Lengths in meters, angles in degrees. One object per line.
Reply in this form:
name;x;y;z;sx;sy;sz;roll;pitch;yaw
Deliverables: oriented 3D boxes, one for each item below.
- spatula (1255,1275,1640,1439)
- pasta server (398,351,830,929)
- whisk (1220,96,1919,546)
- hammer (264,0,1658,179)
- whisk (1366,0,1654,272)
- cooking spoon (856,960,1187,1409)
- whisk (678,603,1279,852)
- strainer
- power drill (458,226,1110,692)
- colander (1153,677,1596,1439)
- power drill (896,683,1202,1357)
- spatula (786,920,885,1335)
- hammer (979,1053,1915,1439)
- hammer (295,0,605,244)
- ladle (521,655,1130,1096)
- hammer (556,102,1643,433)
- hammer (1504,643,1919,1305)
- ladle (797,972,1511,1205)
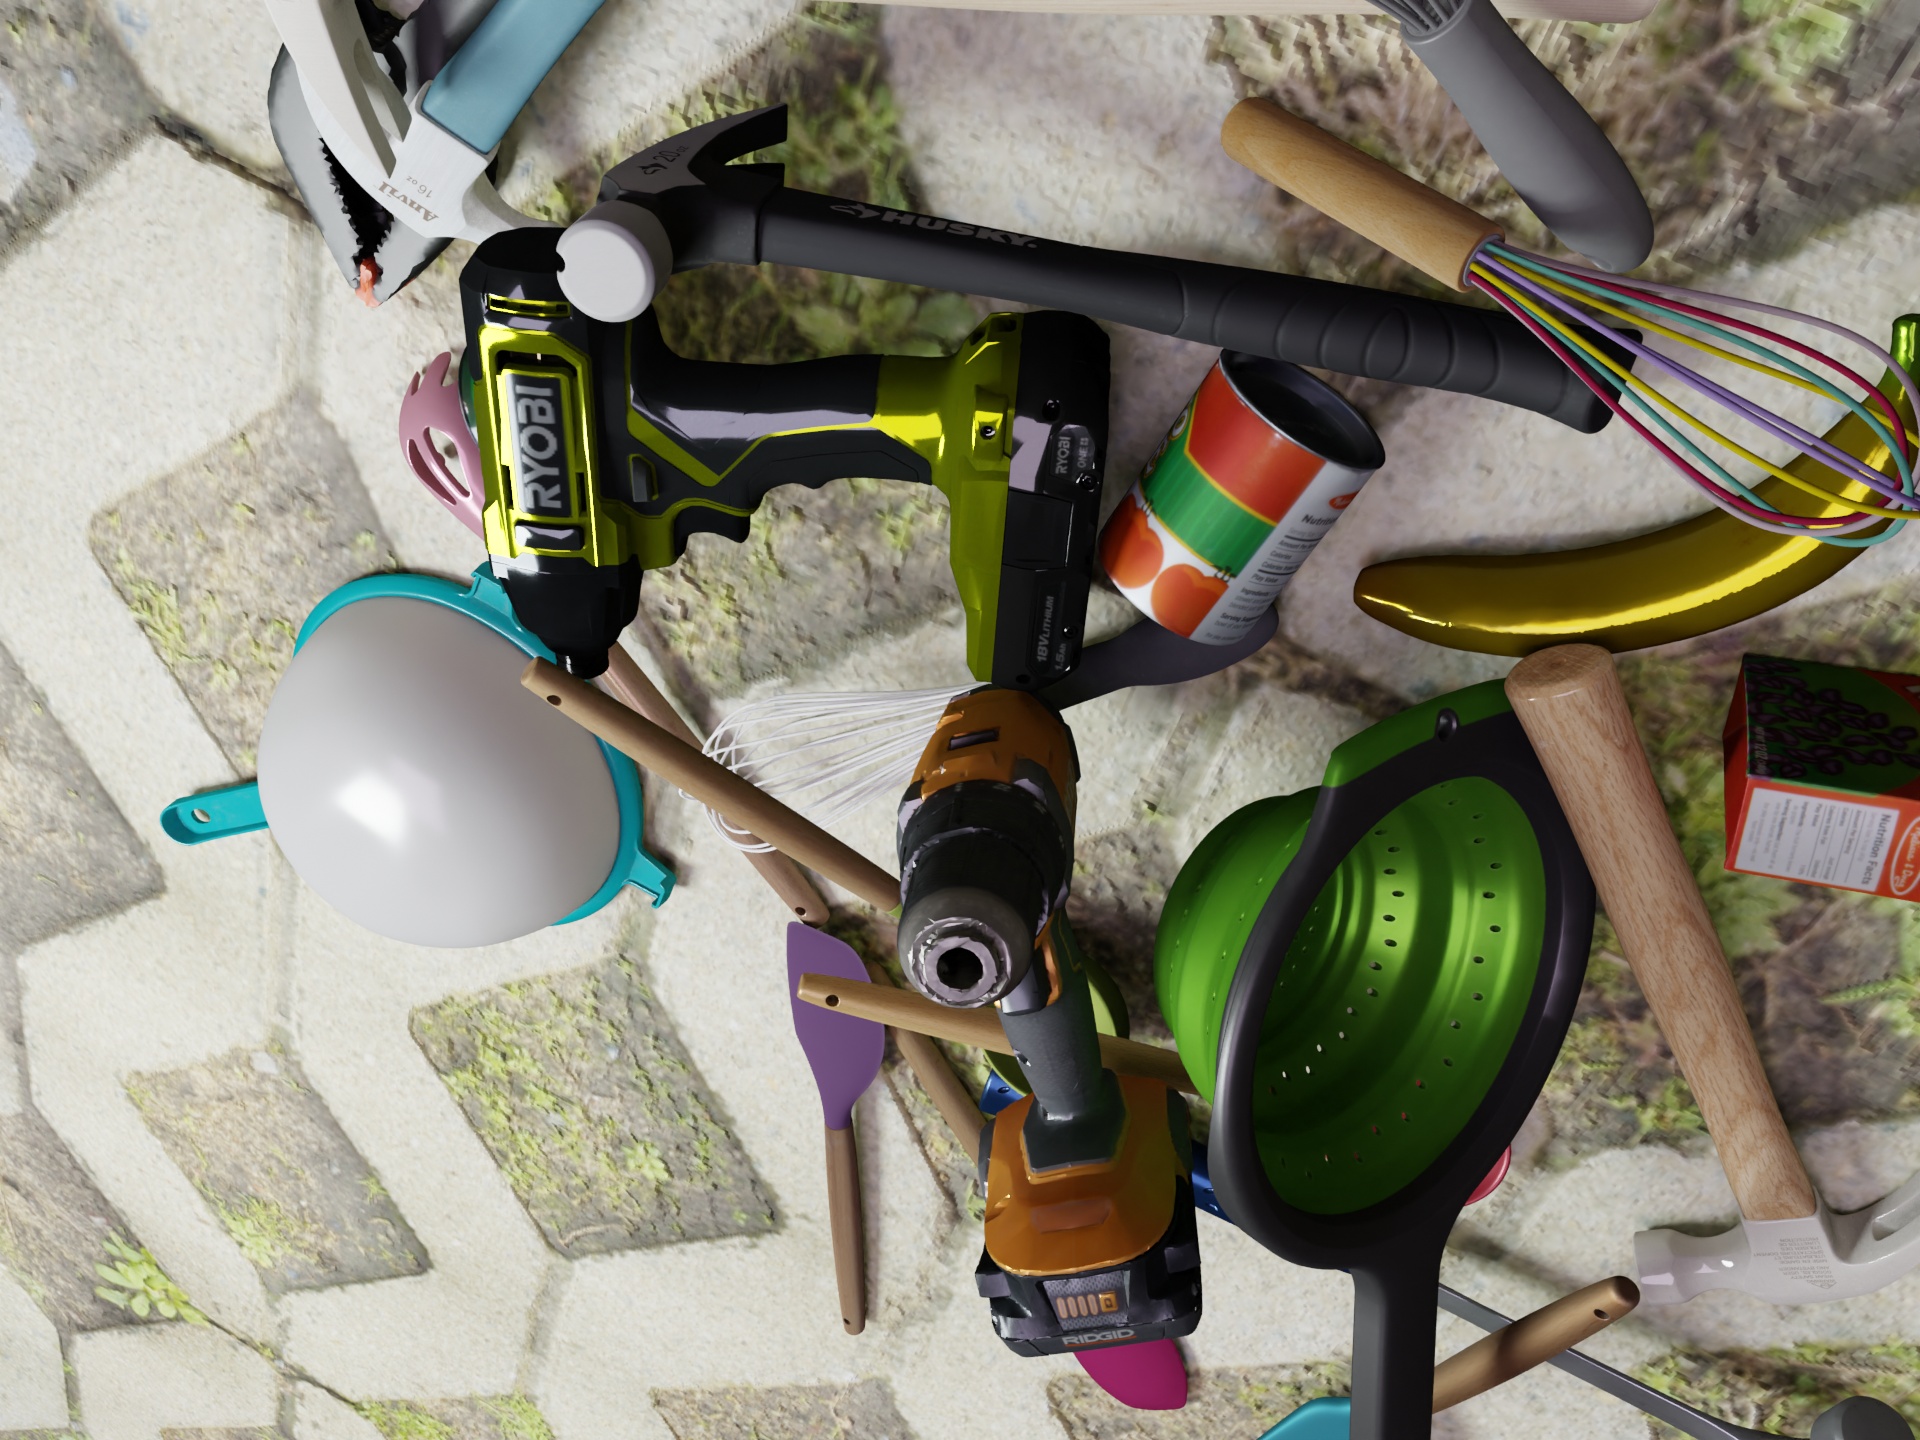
spatula;0.214;0.310;0.713;0.082;0.044;0.317;33;144;11
pasta server;-0.153;-0.026;0.737;0.060;0.040;0.316;-22;113;34
whisk;0.171;-0.124;0.462;0.245;0.047;0.051;43;172;30
hammer;-0.007;-0.221;0.472;0.410;0.038;0.146;4;150;4
whisk;0.131;-0.190;0.424;0.055;0.055;0.238;-27;140;35
cooking spoon;0.031;0.252;0.831;0.069;0.017;0.318;-18;111;36
whisk;-0.002;-0.002;0.663;0.284;0.070;0.070;-18;111;28
strainer;-0.326;0.051;0.820;0.340;0.095;0.210;-11;115;28
power drill;-0.063;-0.082;0.585;0.223;0.080;0.171;5;125;2
colander;0.146;0.169;0.631;0.095;0.204;0.396;23;123;50
power drill;0.028;0.116;0.568;0.084;0.185;0.226;-12;107;9
spatula;-0.062;0.233;0.856;0.060;0.018;0.315;20;130;26
hammer;0.196;0.257;0.734;0.405;0.035;0.144;24;144;14
hammer;-0.104;-0.255;0.500;0.128;0.033;0.331;30;142;-31
ladle;-0.050;0.072;0.670;0.320;0.062;0.078;35;131;-26
hammer;0.053;-0.144;0.521;0.335;0.146;0.035;12;126;4
hammer;0.278;0.108;0.595;0.130;0.031;0.331;-16;119;30
ladle;0.084;0.150;0.683;0.315;0.031;0.069;15;107;-6
